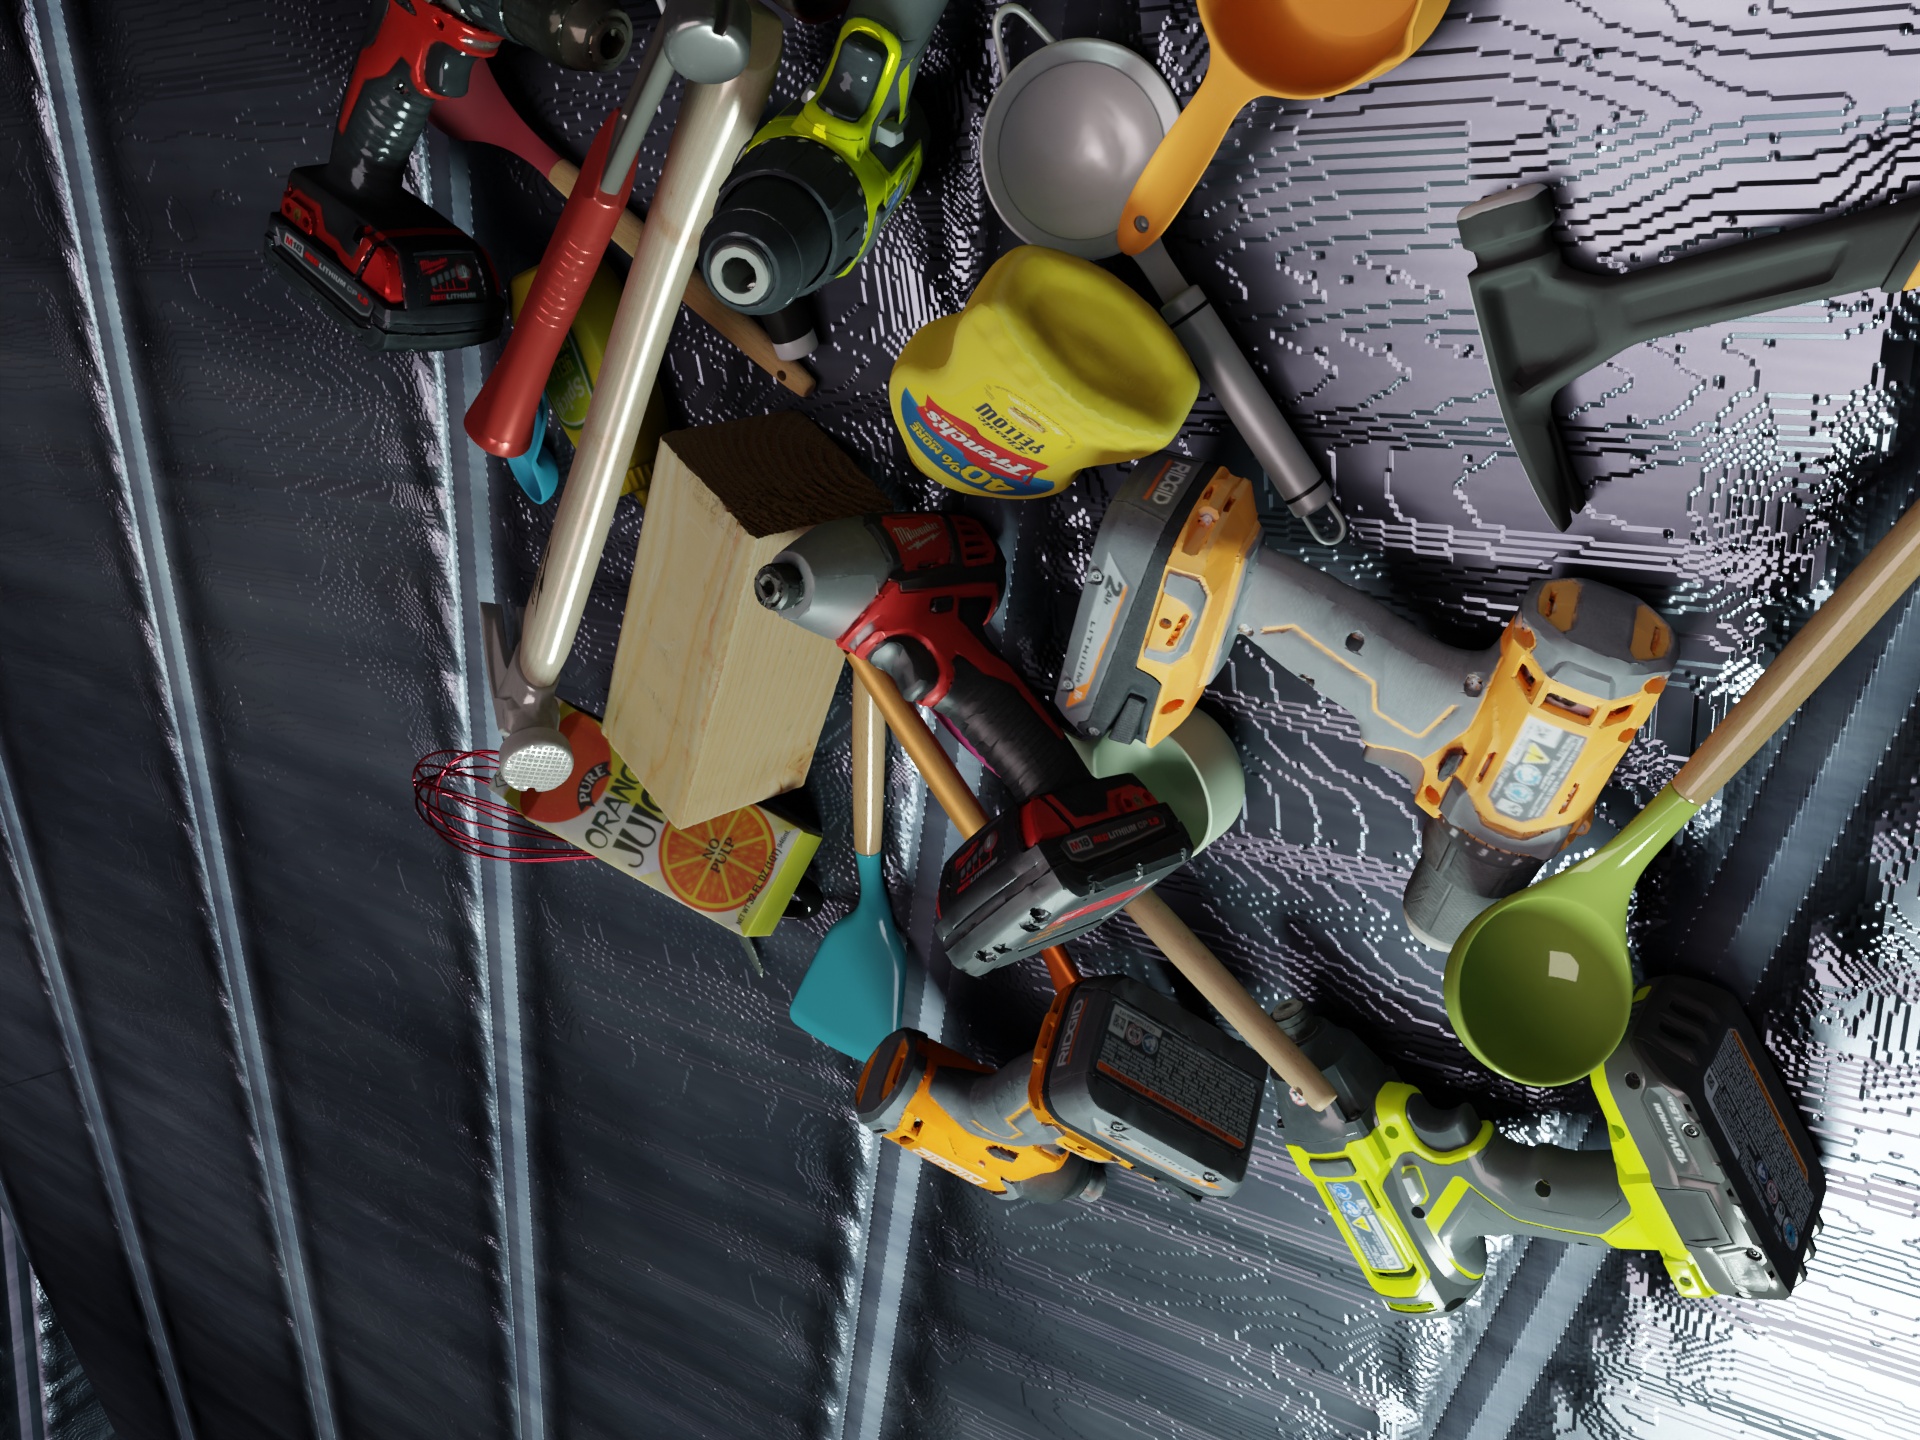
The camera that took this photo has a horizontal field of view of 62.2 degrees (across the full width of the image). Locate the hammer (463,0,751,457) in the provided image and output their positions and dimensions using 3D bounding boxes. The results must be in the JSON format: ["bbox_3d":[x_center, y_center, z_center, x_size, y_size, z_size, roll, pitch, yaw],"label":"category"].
[{"bbox_3d":[-0.168,-0.239,0.727,0.359,0.036,0.149,-41,44,52],"label":"hammer"}]

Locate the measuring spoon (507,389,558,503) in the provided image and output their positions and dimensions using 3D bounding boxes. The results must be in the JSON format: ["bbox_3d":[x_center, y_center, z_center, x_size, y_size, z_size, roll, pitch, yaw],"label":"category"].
[{"bbox_3d":[-0.241,-0.166,0.919,0.042,0.021,0.128,55,155,4],"label":"measuring spoon"}]

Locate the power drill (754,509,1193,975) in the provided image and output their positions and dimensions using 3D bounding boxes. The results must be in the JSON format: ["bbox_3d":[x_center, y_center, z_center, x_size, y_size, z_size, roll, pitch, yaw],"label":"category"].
[{"bbox_3d":[-0.001,-0.002,0.735,0.078,0.143,0.220,-43,70,36],"label":"power drill"}]

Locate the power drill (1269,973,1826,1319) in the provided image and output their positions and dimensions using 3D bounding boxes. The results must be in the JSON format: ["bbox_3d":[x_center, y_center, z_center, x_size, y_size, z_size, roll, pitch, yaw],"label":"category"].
[{"bbox_3d":[0.255,0.194,0.736,0.223,0.080,0.171,-21,101,46],"label":"power drill"}]

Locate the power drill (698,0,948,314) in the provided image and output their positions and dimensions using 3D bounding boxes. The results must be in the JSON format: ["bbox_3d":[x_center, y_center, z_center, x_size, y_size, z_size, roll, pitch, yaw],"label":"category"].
[{"bbox_3d":[-0.030,-0.272,0.607,0.080,0.191,0.228,26,126,-5],"label":"power drill"}]

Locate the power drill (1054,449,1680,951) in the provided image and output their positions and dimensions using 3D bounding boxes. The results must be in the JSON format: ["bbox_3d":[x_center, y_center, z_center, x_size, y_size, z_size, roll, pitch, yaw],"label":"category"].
[{"bbox_3d":[0.159,-0.002,0.681,0.226,0.084,0.185,22,132,12],"label":"power drill"}]

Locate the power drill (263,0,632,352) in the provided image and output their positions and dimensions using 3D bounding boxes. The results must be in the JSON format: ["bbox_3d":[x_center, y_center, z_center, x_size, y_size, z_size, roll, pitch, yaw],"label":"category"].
[{"bbox_3d":[-0.256,-0.298,0.792,0.188,0.080,0.226,38,123,20],"label":"power drill"}]

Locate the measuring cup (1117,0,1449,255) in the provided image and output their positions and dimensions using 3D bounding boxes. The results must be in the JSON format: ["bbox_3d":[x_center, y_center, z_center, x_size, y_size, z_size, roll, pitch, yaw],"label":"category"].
[{"bbox_3d":[0.116,-0.249,0.600,0.095,0.052,0.173,45,135,7],"label":"measuring cup"}]

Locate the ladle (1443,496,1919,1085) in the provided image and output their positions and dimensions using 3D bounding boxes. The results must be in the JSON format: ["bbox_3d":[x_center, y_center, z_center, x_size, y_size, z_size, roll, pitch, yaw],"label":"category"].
[{"bbox_3d":[0.288,0.014,0.585,0.078,0.062,0.320,26,120,-7],"label":"ladle"}]

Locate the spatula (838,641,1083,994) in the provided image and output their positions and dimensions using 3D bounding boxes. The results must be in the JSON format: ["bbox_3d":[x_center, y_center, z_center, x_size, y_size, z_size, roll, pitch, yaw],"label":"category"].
[{"bbox_3d":[0.030,0.078,0.852,0.081,0.041,0.322,-26,100,46],"label":"spatula"}]

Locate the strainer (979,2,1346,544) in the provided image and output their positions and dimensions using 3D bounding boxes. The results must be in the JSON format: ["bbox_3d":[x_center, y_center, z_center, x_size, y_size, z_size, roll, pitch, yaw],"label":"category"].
[{"bbox_3d":[0.088,-0.180,0.669,0.087,0.050,0.258,-35,99,1],"label":"strainer"}]

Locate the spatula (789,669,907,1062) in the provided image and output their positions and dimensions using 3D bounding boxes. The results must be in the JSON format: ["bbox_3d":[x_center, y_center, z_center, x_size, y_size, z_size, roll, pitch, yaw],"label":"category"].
[{"bbox_3d":[-0.058,0.058,0.918,0.082,0.044,0.317,21,125,29],"label":"spatula"}]

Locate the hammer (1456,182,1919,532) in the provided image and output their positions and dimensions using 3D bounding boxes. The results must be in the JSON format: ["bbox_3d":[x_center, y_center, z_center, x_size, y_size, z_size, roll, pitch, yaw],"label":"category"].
[{"bbox_3d":[0.333,-0.151,0.501,0.337,0.034,0.127,-8,109,40],"label":"hammer"}]

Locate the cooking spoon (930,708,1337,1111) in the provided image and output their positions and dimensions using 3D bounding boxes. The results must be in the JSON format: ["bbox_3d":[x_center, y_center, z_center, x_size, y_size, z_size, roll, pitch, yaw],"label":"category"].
[{"bbox_3d":[0.071,0.071,0.802,0.319,0.017,0.068,47,155,20],"label":"cooking spoon"}]

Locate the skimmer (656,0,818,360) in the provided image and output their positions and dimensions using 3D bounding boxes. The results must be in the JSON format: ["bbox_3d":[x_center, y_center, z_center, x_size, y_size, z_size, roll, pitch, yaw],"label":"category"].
[{"bbox_3d":[-0.115,-0.351,0.732,0.127,0.090,0.363,12,132,42],"label":"skimmer"}]

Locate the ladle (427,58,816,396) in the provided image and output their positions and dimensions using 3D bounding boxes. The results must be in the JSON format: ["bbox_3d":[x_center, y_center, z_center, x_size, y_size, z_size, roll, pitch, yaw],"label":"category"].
[{"bbox_3d":[-0.194,-0.274,0.841,0.315,0.031,0.069,42,134,8],"label":"ladle"}]

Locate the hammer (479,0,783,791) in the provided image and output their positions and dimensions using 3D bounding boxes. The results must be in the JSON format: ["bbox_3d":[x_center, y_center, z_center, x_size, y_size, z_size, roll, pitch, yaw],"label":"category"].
[{"bbox_3d":[-0.174,-0.160,0.795,0.410,0.038,0.146,-62,36,33],"label":"hammer"}]

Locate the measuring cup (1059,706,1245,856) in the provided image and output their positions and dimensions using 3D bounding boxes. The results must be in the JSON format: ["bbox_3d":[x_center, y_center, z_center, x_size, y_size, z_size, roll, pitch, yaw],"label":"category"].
[{"bbox_3d":[0.073,0.010,0.801,0.168,0.038,0.083,28,134,41],"label":"measuring cup"}]

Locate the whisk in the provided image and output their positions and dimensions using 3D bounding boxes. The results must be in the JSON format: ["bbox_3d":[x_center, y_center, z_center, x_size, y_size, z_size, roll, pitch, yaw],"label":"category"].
[{"bbox_3d":[-0.225,0.077,1.018,0.296,0.073,0.073,15,125,13],"label":"whisk"}]

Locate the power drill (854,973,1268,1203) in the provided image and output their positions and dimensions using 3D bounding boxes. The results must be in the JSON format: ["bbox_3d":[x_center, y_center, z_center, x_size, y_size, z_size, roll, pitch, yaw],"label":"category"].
[{"bbox_3d":[0.061,0.216,0.867,0.164,0.084,0.226,32,148,-19],"label":"power drill"}]
